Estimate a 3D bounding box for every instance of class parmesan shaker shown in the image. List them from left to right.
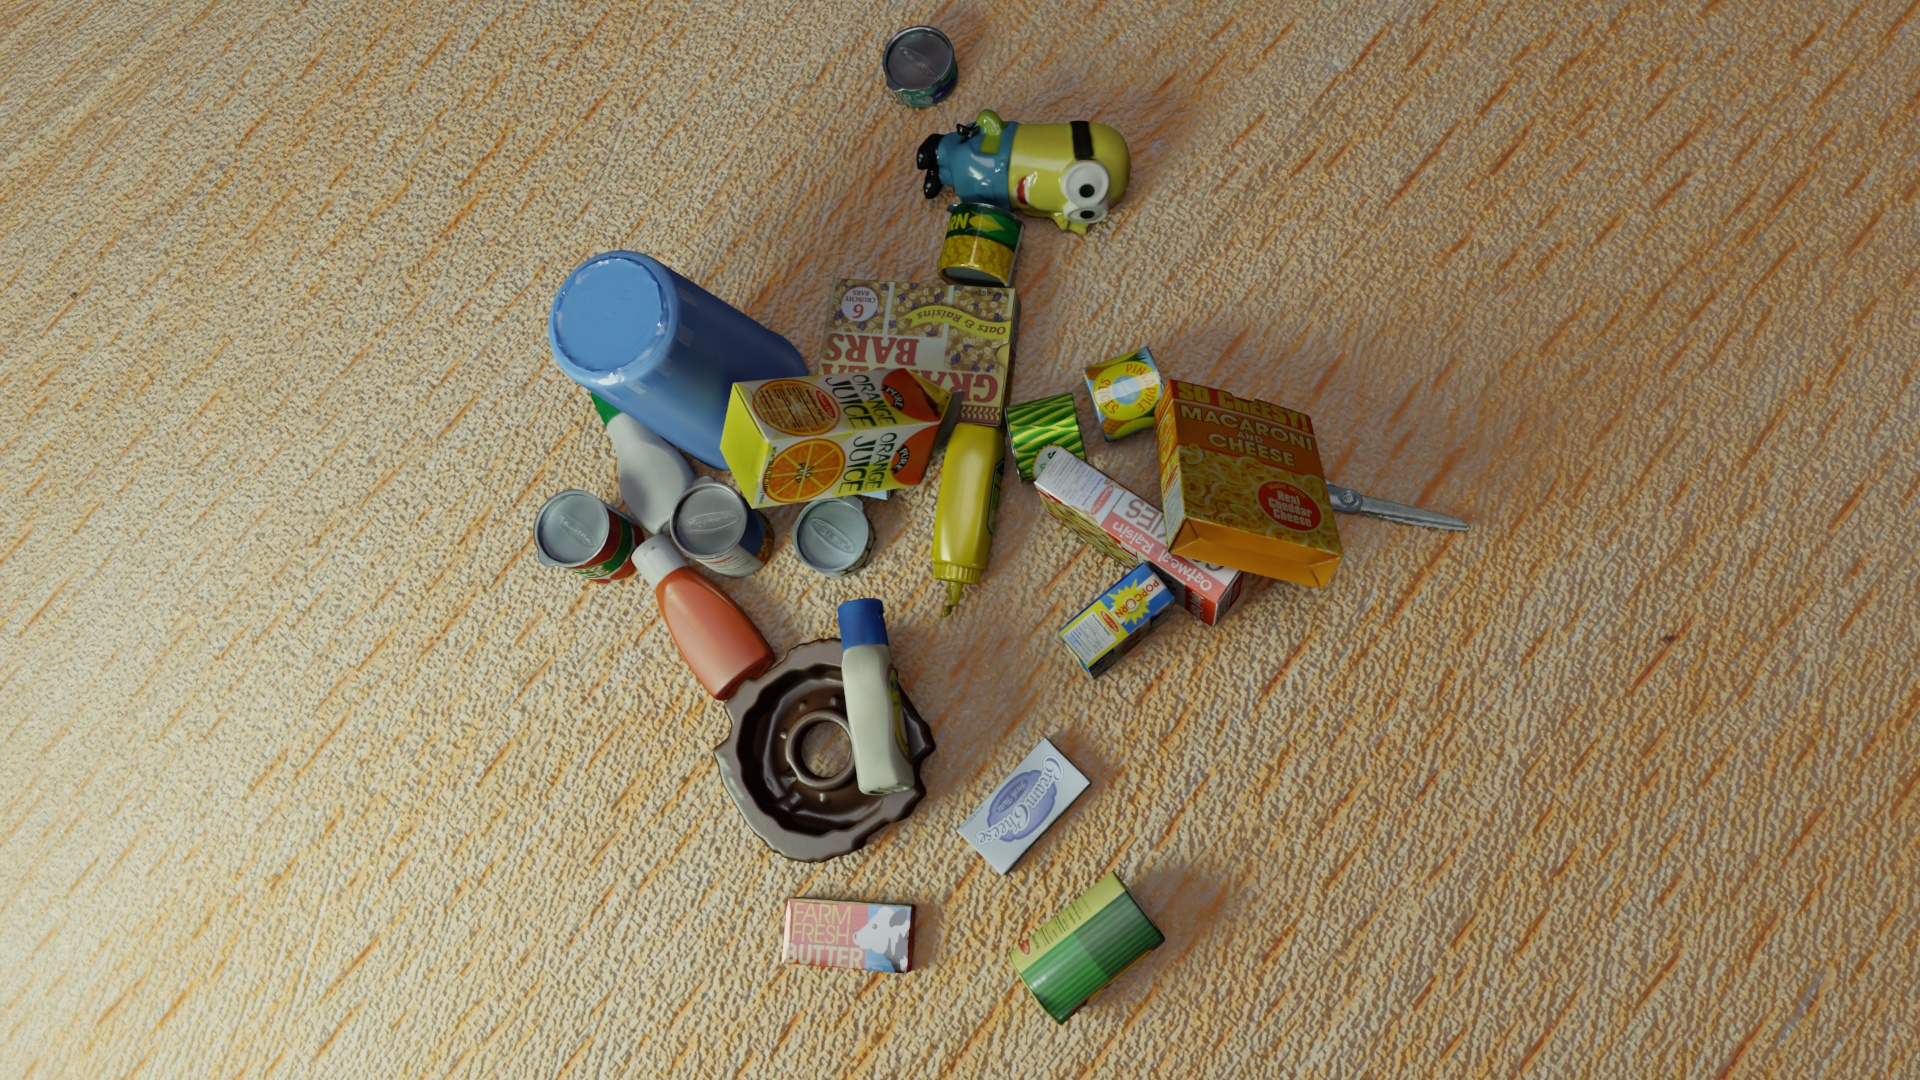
[{"bbox_3d":[0.097,0.311,1.058,0.103,0.071,0.071,-38,75,-1],"label":"parmesan shaker"}]

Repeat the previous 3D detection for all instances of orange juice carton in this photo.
[{"bbox_3d":[-0.086,-0.086,1.114,0.193,0.071,0.073,-9,50,-30],"label":"orange juice carton"}]

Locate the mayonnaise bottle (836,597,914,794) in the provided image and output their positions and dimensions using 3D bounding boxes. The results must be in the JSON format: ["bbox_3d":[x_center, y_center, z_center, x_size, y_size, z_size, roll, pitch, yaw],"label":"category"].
[{"bbox_3d":[-0.067,0.120,1.074,0.041,0.064,0.148,-12,74,8],"label":"mayonnaise bottle"}]

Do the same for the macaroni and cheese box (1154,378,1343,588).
[{"bbox_3d":[0.216,-0.047,1.058,0.124,0.040,0.167,13,43,-9],"label":"macaroni and cheese box"}]

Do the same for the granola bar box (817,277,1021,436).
[{"bbox_3d":[-0.037,-0.159,1.202,0.165,0.039,0.124,5,78,10],"label":"granola bar box"}]

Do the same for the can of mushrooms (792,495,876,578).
[{"bbox_3d":[-0.105,-0.004,1.180,0.071,0.033,0.071,-2,77,9],"label":"can of mushrooms"}]

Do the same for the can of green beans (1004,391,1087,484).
[{"bbox_3d":[0.072,-0.086,1.155,0.058,0.071,0.071,-12,76,6],"label":"can of green beans"}]

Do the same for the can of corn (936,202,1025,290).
[{"bbox_3d":[0.015,-0.252,1.200,0.071,0.071,0.058,12,80,11],"label":"can of corn"}]

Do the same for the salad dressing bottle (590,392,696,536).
[{"bbox_3d":[-0.278,-0.076,1.218,0.064,0.044,0.148,-31,73,7],"label":"salad dressing bottle"}]

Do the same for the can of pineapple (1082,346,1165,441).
[{"bbox_3d":[0.138,-0.121,1.151,0.058,0.071,0.071,-19,75,5],"label":"can of pineapple"}]

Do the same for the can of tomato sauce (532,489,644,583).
[{"bbox_3d":[-0.316,0.000,1.185,0.071,0.083,0.071,-2,77,8],"label":"can of tomato sauce"}]

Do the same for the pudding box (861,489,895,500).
[{"bbox_3d":[-0.092,-0.066,1.183,0.084,0.030,0.050,12,40,12],"label":"pudding box"}]

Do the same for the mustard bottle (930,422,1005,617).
[{"bbox_3d":[0.004,-0.014,1.153,0.049,0.065,0.160,8,85,10],"label":"mustard bottle"}]

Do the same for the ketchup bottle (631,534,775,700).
[{"bbox_3d":[-0.223,0.061,1.177,0.065,0.043,0.149,-39,75,-2],"label":"ketchup bottle"}]

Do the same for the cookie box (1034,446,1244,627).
[{"bbox_3d":[0.143,-0.001,1.095,0.167,0.123,0.040,35,86,14],"label":"cookie box"}]

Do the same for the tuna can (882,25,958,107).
[{"bbox_3d":[-0.038,-0.430,1.267,0.071,0.032,0.071,-2,77,8],"label":"tuna can"}]

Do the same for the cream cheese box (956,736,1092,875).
[{"bbox_3d":[0.052,0.213,1.111,0.053,0.024,0.104,43,87,14],"label":"cream cheese box"}]

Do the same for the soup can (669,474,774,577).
[{"bbox_3d":[-0.199,-0.010,1.169,0.071,0.083,0.071,-2,77,8],"label":"soup can"}]

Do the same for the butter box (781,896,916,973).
[{"bbox_3d":[-0.089,0.315,1.109,0.103,0.024,0.053,1,77,9],"label":"butter box"}]

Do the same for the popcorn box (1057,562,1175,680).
[{"bbox_3d":[0.122,0.065,1.082,0.085,0.126,0.038,-40,78,-1],"label":"popcorn box"}]
